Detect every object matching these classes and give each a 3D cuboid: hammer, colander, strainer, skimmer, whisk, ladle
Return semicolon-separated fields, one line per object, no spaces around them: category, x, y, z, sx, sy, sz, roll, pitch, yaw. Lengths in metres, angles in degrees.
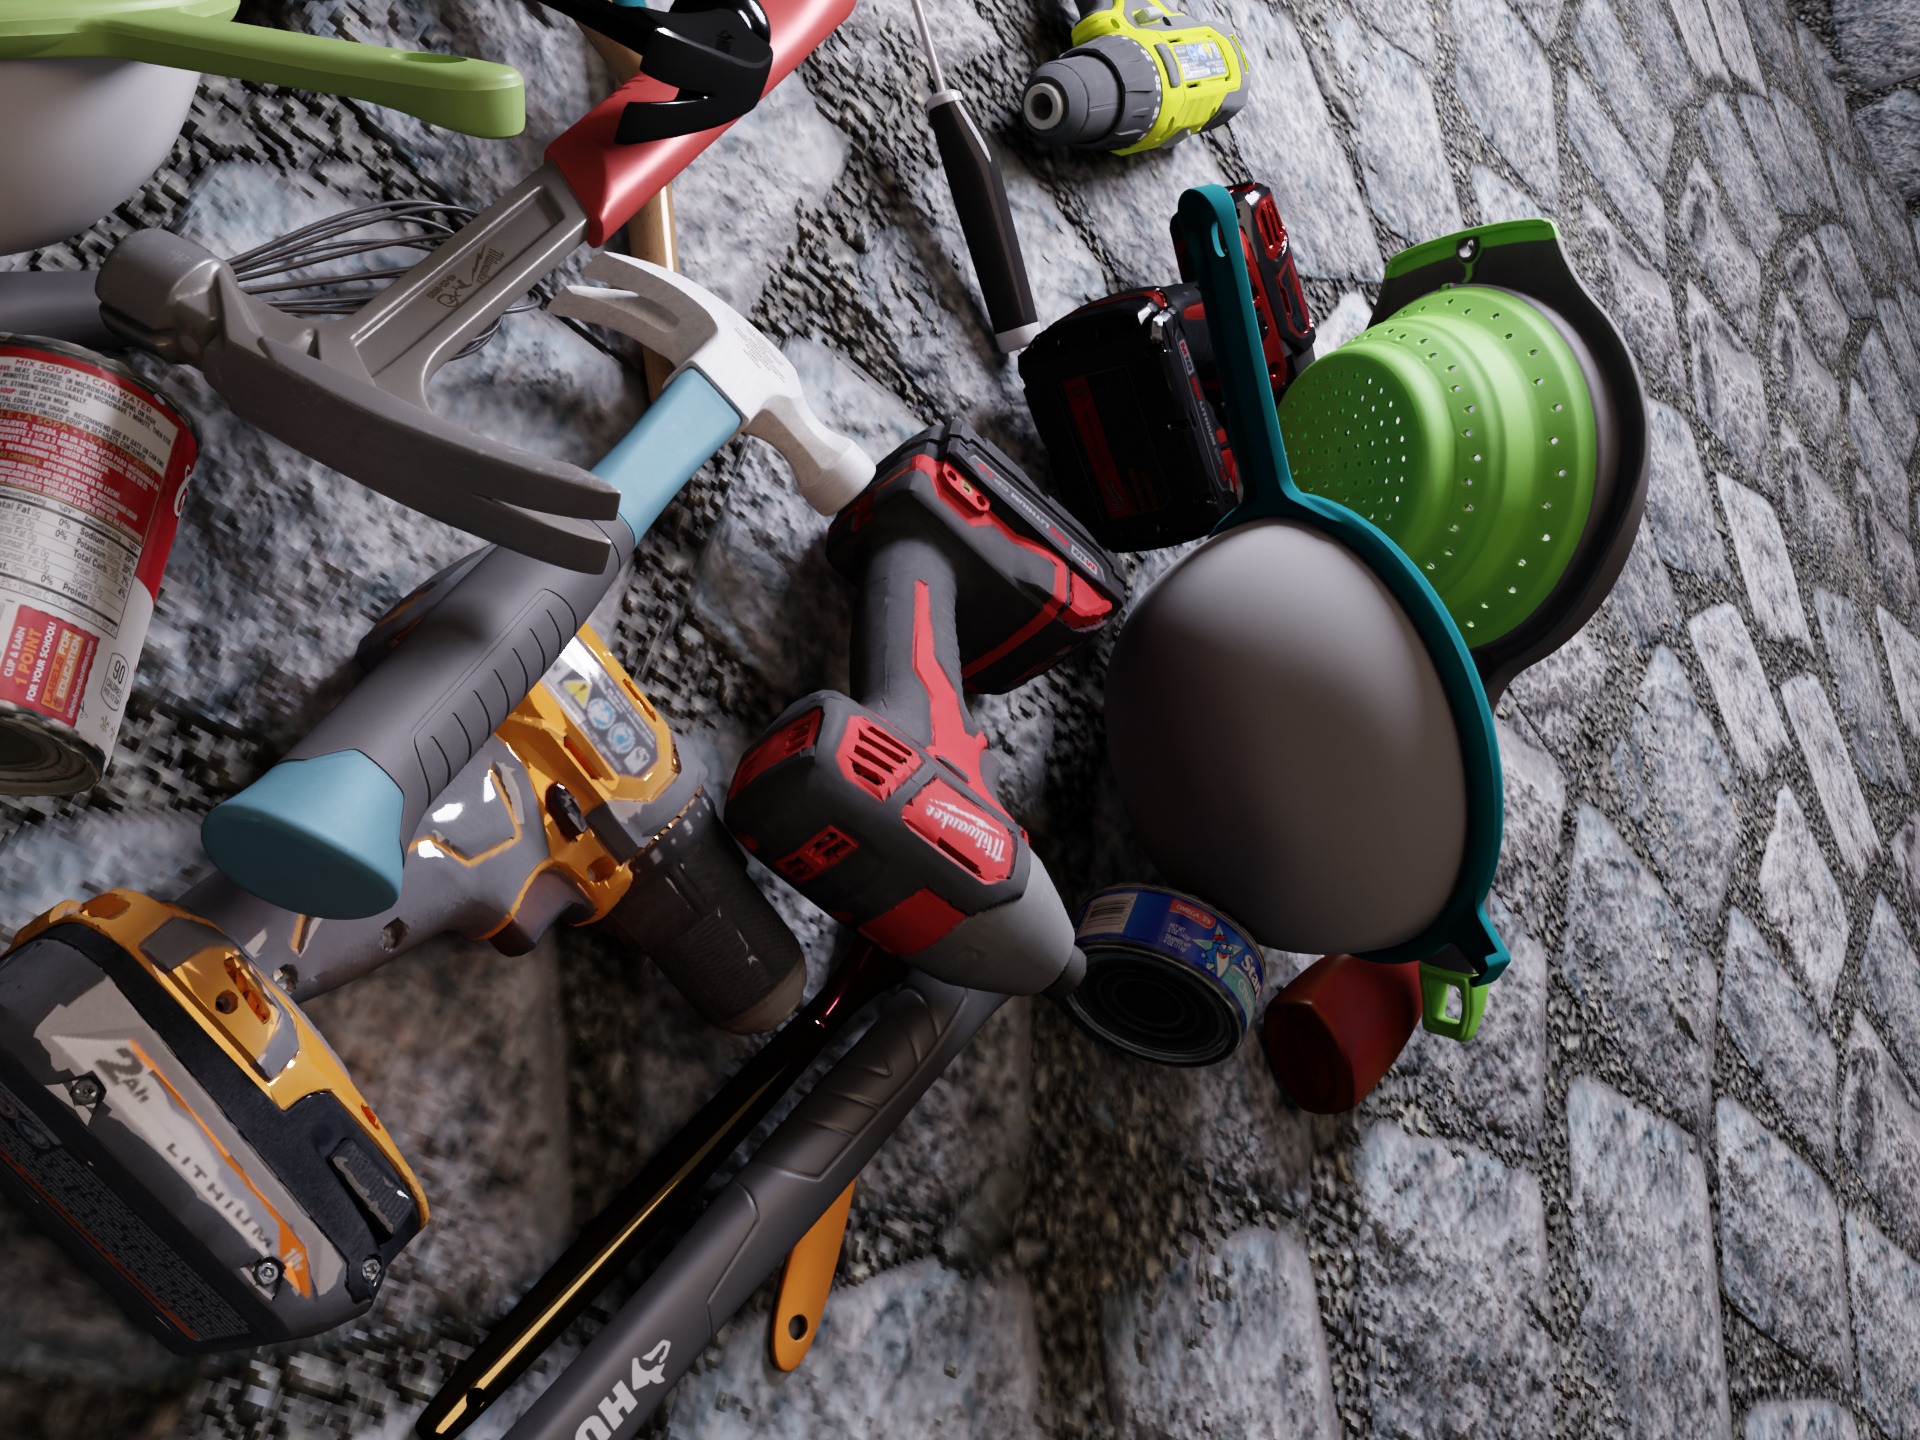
hammer;-0.075;0.177;0.499;0.335;0.035;0.146;-43;113;-42
colander;0.213;-0.038;0.764;0.094;0.204;0.397;-3;95;-30
strainer;-0.216;-0.146;0.397;0.151;0.256;0.069;-48;148;-54
skimmer;-0.053;-0.344;0.750;0.127;0.090;0.363;-62;135;-71
whisk;-0.232;-0.123;0.477;0.239;0.055;0.055;-22;91;-43
hammer;-0.243;-0.255;0.422;0.408;0.036;0.149;20;27;-17
strainer;0.107;-0.045;0.667;0.095;0.211;0.340;-18;101;-21
hammer;-0.105;-0.189;0.537;0.149;0.036;0.359;26;46;0
ladle;-0.069;0.124;0.559;0.315;0.031;0.069;-44;108;-44
hammer;-0.116;-0.053;0.488;0.128;0.033;0.331;47;31;-17

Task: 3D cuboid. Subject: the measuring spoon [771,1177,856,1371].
measuring spoon;-0.045;0.174;0.572;0.021;0.011;0.117;38;50;-29

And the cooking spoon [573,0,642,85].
cooking spoon;-0.203;-0.356;0.596;0.069;0.017;0.319;-40;99;-24

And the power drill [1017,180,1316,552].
power drill;0.133;-0.165;0.836;0.227;0.080;0.187;-46;122;-47

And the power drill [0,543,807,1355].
power drill;-0.146;0.072;0.463;0.185;0.084;0.226;54;40;-16

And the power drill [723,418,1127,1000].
power drill;-0.001;-0.002;0.599;0.143;0.078;0.220;39;37;-23

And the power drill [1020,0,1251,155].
power drill;0.062;-0.422;0.872;0.190;0.080;0.228;-33;101;-47

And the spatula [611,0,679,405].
spatula;-0.128;-0.266;0.639;0.082;0.044;0.318;0;76;-33
